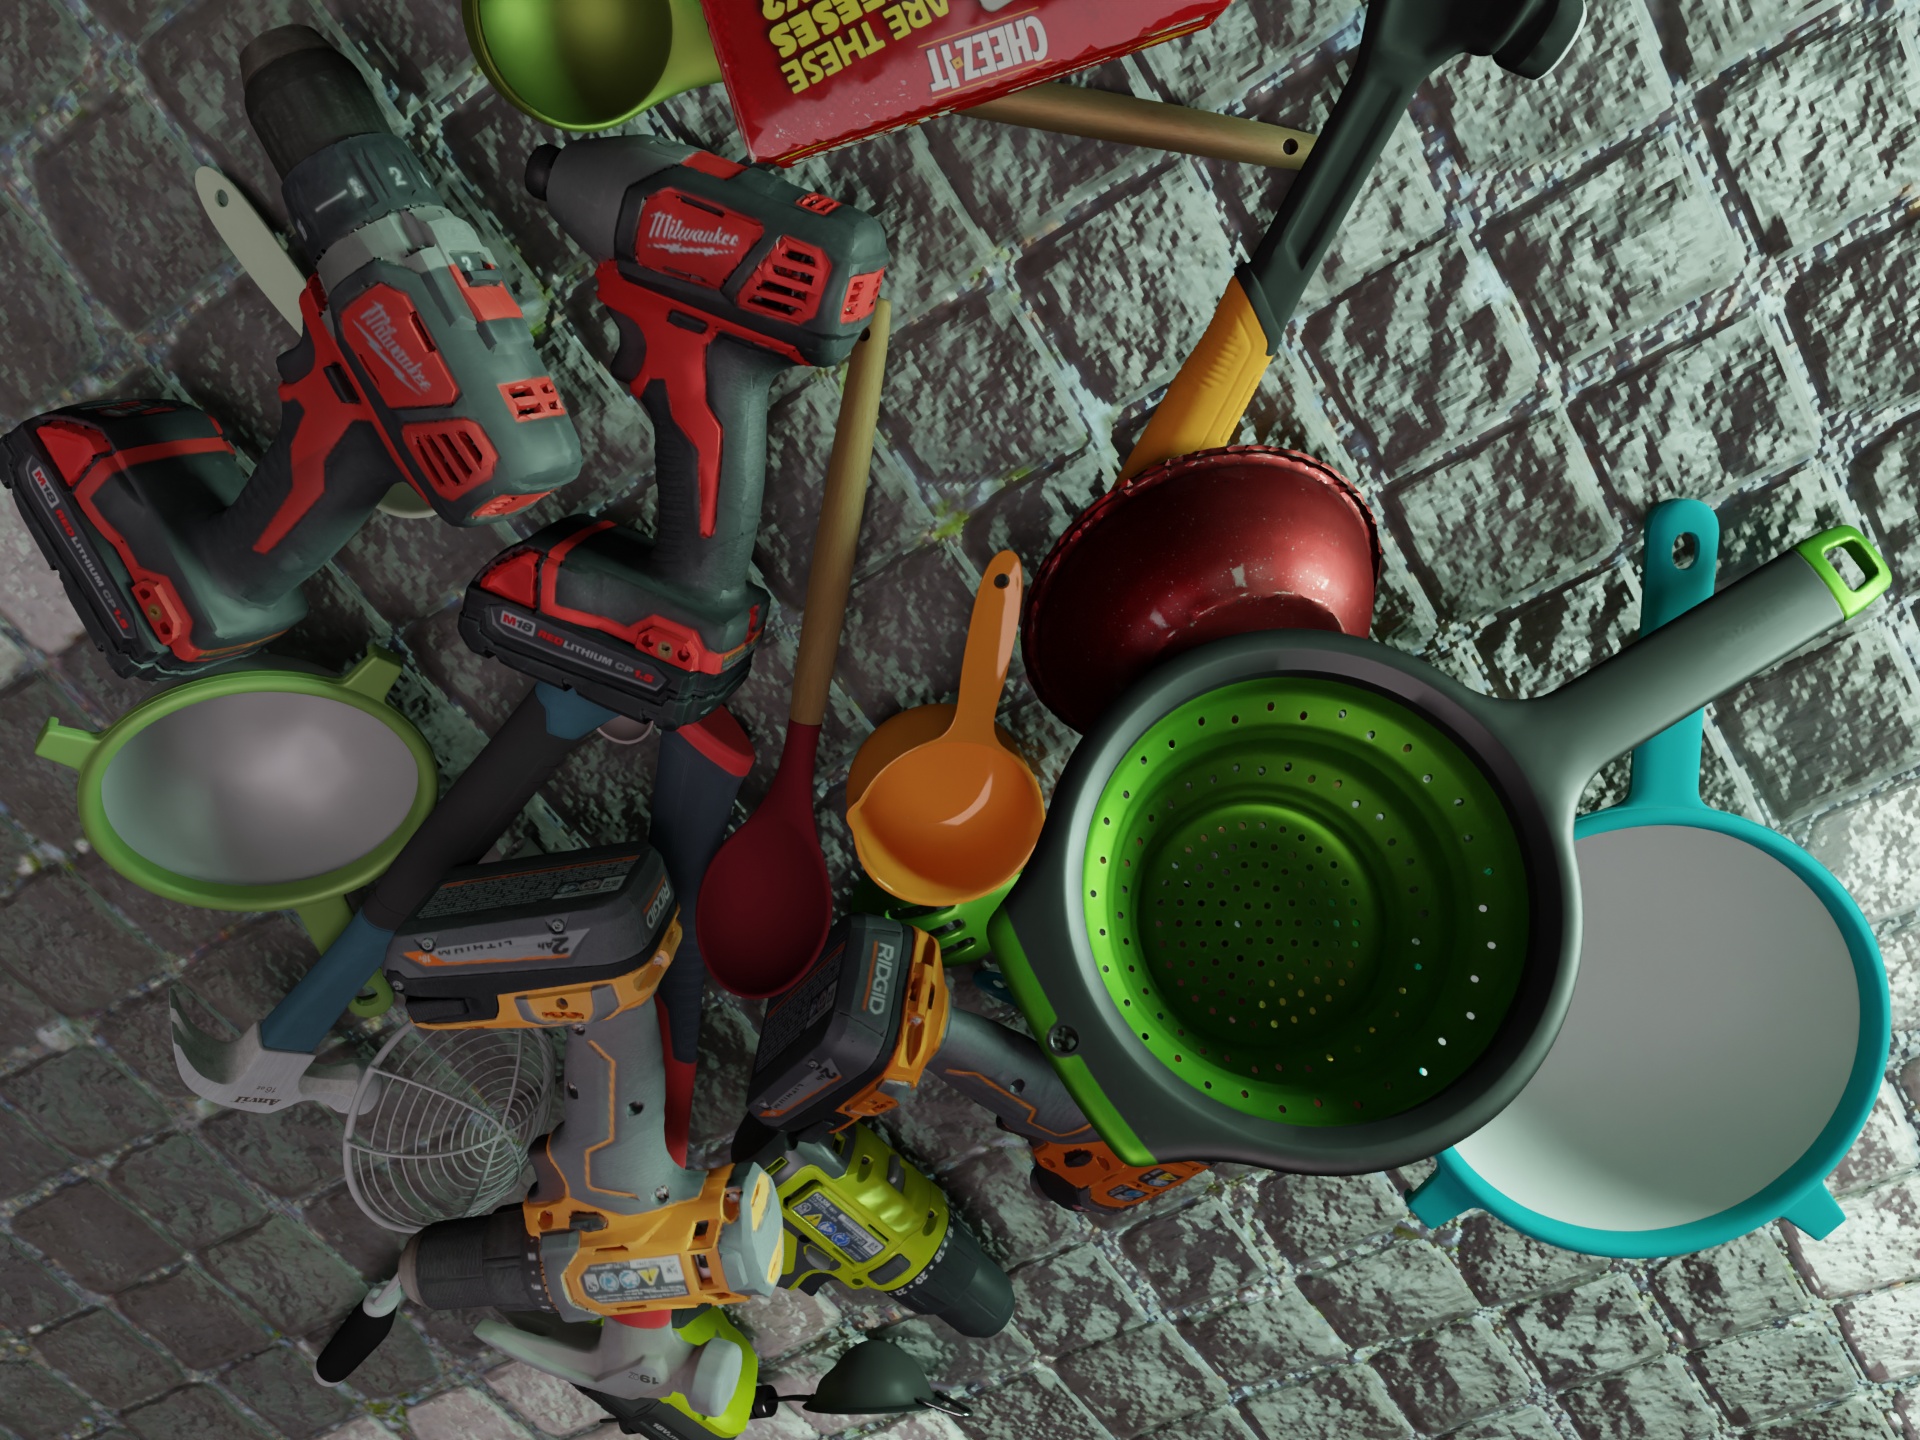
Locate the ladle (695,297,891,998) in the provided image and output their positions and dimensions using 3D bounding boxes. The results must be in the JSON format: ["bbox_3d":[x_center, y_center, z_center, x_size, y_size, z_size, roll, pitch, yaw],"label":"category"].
[{"bbox_3d":[-0.065,-0.025,0.693,0.069,0.031,0.315,18,108,21],"label":"ladle"}]

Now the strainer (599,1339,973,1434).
[{"bbox_3d":[-0.114,0.417,0.981,0.258,0.050,0.086,-15,162,19],"label":"strainer"}]

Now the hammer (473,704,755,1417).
[{"bbox_3d":[-0.165,0.171,0.799,0.143,0.038,0.386,12,108,10],"label":"hammer"}]

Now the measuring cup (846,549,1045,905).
[{"bbox_3d":[-0.001,-0.002,0.720,0.095,0.052,0.173,6,113,-15],"label":"measuring cup"}]

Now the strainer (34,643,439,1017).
[{"bbox_3d":[-0.324,0.052,0.780,0.151,0.069,0.256,-15,139,-12],"label":"strainer"}]

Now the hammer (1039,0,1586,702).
[{"bbox_3d":[0.099,-0.143,0.627,0.127,0.034,0.336,13,125,-19],"label":"hammer"}]

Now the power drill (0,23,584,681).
[{"bbox_3d":[-0.269,-0.132,0.617,0.226,0.080,0.188,-25,96,26],"label":"power drill"}]

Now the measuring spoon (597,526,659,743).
[{"bbox_3d":[-0.141,-0.045,0.732,0.034,0.018,0.124,25,113,4],"label":"measuring spoon"}]

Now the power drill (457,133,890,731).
[{"bbox_3d":[-0.125,-0.120,0.644,0.143,0.078,0.219,23,115,5],"label":"power drill"}]

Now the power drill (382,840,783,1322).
[{"bbox_3d":[-0.194,0.180,0.739,0.185,0.084,0.226,-9,110,8],"label":"power drill"}]

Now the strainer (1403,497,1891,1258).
[{"bbox_3d":[0.302,0.069,0.728,0.211,0.095,0.340,1,100,3],"label":"strainer"}]

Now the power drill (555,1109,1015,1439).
[{"bbox_3d":[-0.101,0.324,0.905,0.228,0.080,0.190,-38,110,20],"label":"power drill"}]

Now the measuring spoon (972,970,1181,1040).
[{"bbox_3d":[0.069,0.148,0.826,0.128,0.021,0.042,19,132,4],"label":"measuring spoon"}]

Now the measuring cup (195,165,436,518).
[{"bbox_3d":[-0.254,-0.162,0.664,0.083,0.038,0.167,-35,95,28],"label":"measuring cup"}]

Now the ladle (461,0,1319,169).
[{"bbox_3d":[-0.020,-0.237,0.586,0.320,0.062,0.078,9,105,-4],"label":"ladle"}]

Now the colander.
[{"bbox_3d":[0.198,0.035,0.643,0.397,0.094,0.204,-29,78,-10],"label":"colander"}]

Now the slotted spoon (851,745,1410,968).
[{"bbox_3d":[0.089,0.058,0.764,0.314,0.031,0.070,-21,118,14],"label":"slotted spoon"}]

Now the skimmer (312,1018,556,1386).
[{"bbox_3d":[-0.327,0.282,0.906,0.090,0.127,0.363,50,129,12],"label":"skimmer"}]

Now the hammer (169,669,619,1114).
[{"bbox_3d":[-0.267,0.086,0.766,0.128,0.033,0.331,20,123,-45],"label":"hammer"}]

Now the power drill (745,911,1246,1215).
[{"bbox_3d":[0.013,0.188,0.800,0.226,0.084,0.164,23,140,-18],"label":"power drill"}]
